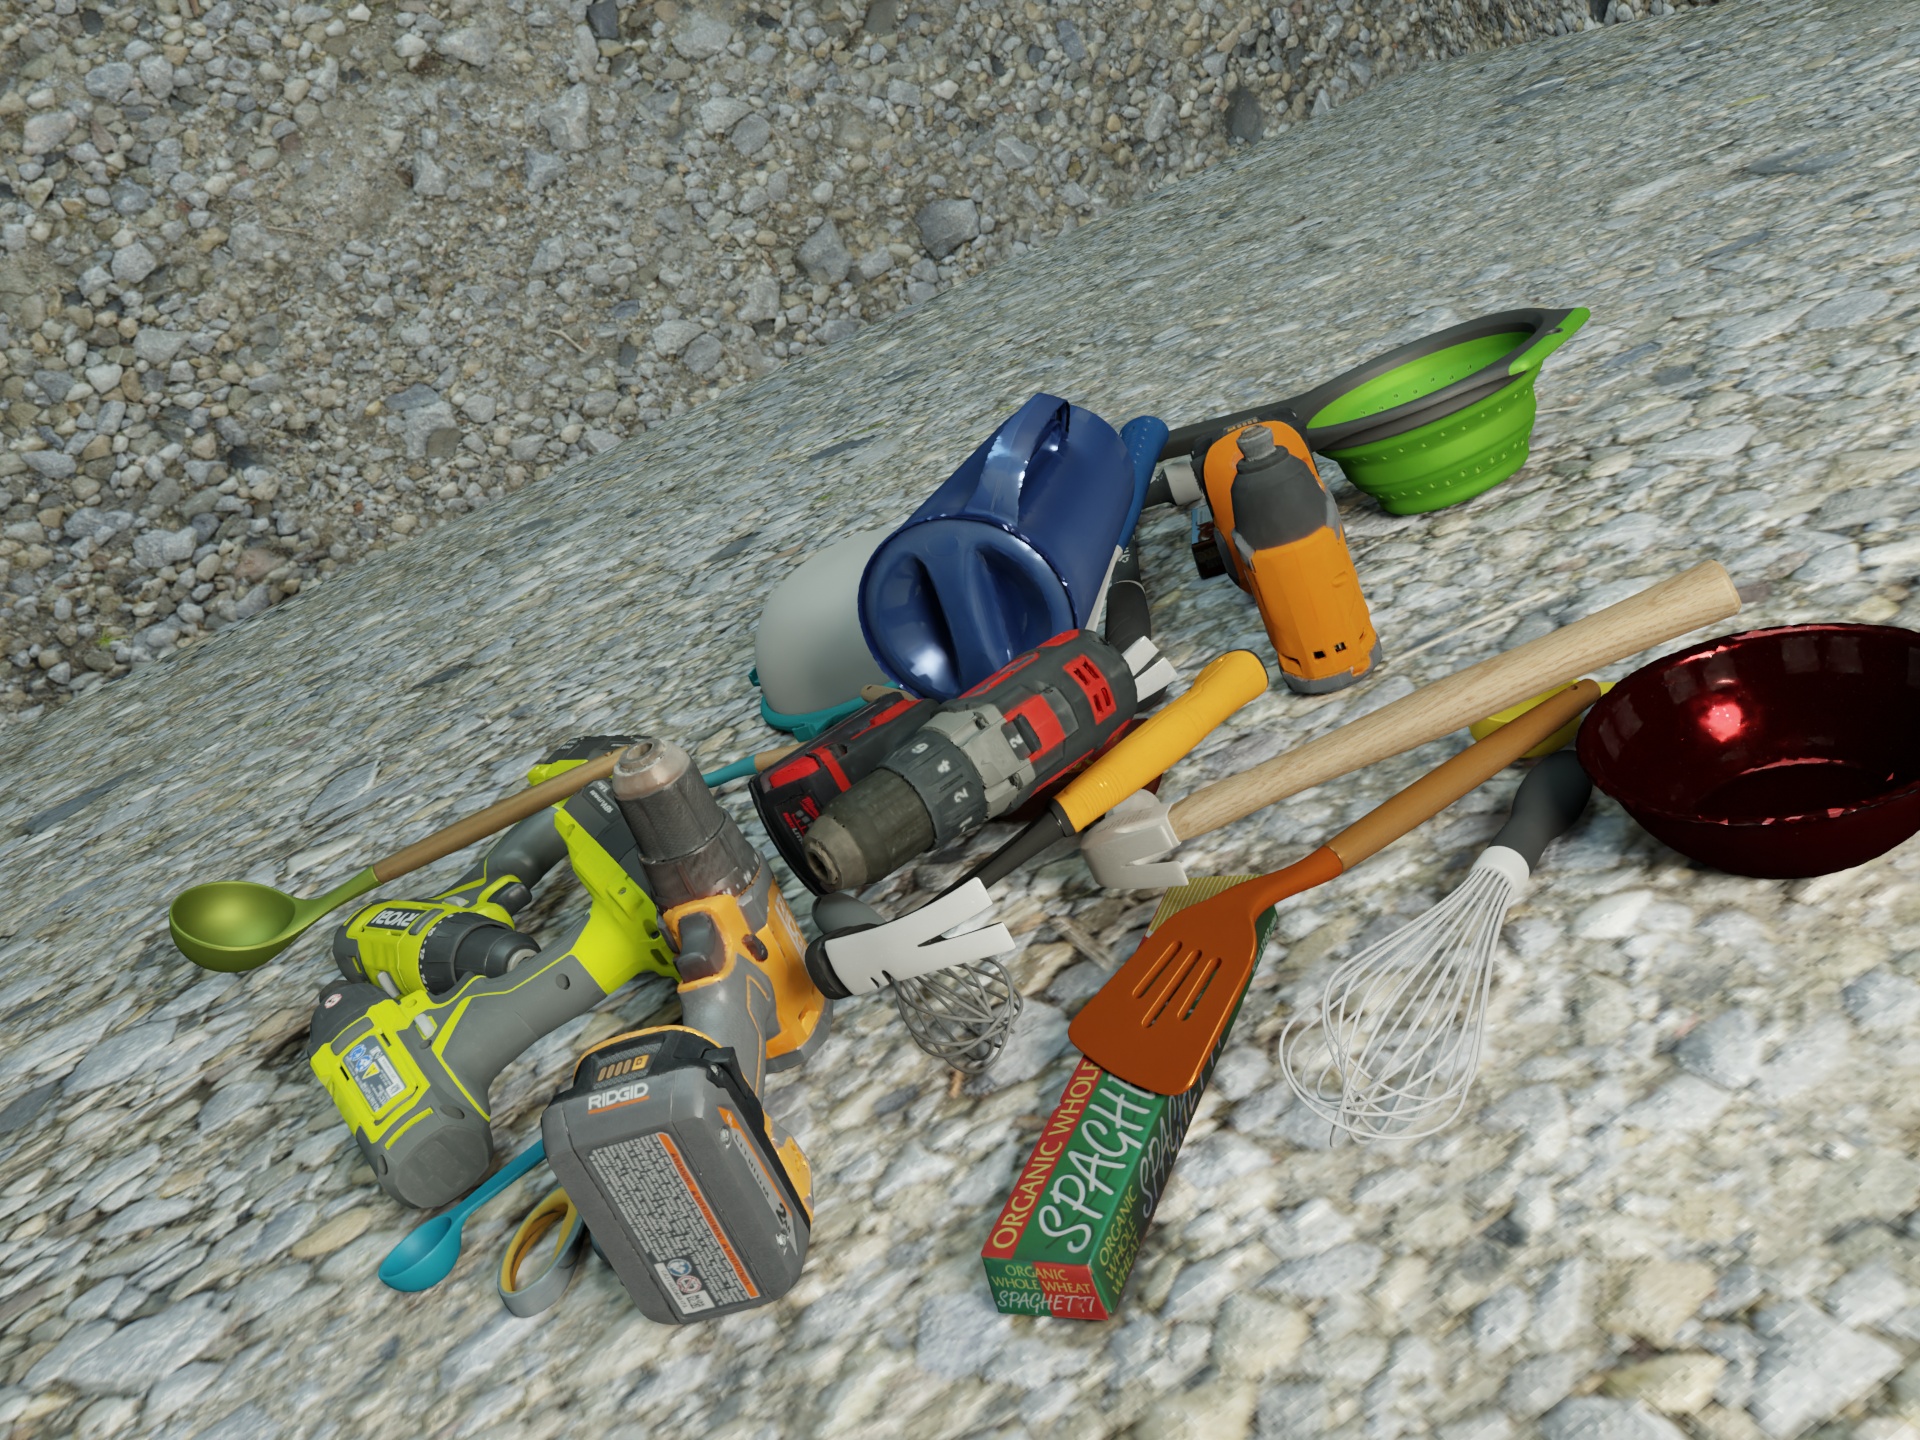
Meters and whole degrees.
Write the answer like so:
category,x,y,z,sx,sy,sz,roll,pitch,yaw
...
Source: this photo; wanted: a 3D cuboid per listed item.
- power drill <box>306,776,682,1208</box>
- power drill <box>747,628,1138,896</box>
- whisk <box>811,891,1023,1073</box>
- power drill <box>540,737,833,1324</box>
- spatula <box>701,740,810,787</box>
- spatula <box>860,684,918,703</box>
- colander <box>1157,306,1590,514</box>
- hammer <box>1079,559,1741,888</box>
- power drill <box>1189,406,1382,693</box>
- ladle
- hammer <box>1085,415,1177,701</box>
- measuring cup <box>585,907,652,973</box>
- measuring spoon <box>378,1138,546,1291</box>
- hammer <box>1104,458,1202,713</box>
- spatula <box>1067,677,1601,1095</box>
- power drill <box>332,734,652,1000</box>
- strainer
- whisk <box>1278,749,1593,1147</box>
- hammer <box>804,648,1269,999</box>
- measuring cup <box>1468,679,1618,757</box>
category,x,y,z,sx,sy,sz,roll,pitch,yaw
power drill,-0.251,0.140,0.885,0.223,0.080,0.171,-39,43,-16
power drill,-0.031,0.035,0.823,0.188,0.080,0.227,-33,6,-29
whisk,-0.032,0.126,0.825,0.055,0.055,0.239,-30,19,-18
power drill,-0.121,0.128,0.723,0.084,0.185,0.226,-17,26,9
spatula,-0.125,0.016,1.150,0.317,0.044,0.082,-11,-13,20
spatula,-0.002,-0.003,1.021,0.060,0.018,0.316,-37,20,-16
colander,0.290,-0.207,1.210,0.204,0.094,0.397,-38,20,-34
hammer,0.207,0.006,0.772,0.331,0.031,0.130,-26,5,20
power drill,0.203,-0.130,1.019,0.084,0.164,0.227,-20,21,11
ladle,-0.364,0.080,1.041,0.320,0.062,0.078,-25,30,1
hammer,0.107,-0.112,1.122,0.144,0.035,0.406,-28,25,32
measuring cup,-0.180,0.104,1.018,0.083,0.038,0.168,-15,22,17
measuring spoon,-0.222,0.234,0.776,0.128,0.021,0.042,-37,15,-23
hammer,0.120,-0.103,1.204,0.149,0.036,0.409,-18,23,13
spatula,0.186,0.060,0.721,0.322,0.041,0.081,-28,22,-25
power drill,-0.285,0.105,1.063,0.190,0.080,0.228,-2,33,42
strainer,-0.033,-0.124,1.265,0.340,0.095,0.211,-34,23,-7
whisk,0.216,0.082,0.675,0.070,0.070,0.284,-2,25,40
hammer,0.070,0.036,0.808,0.127,0.034,0.337,-25,6,46
measuring cup,0.336,-0.003,0.802,0.156,0.029,0.062,1,33,21
